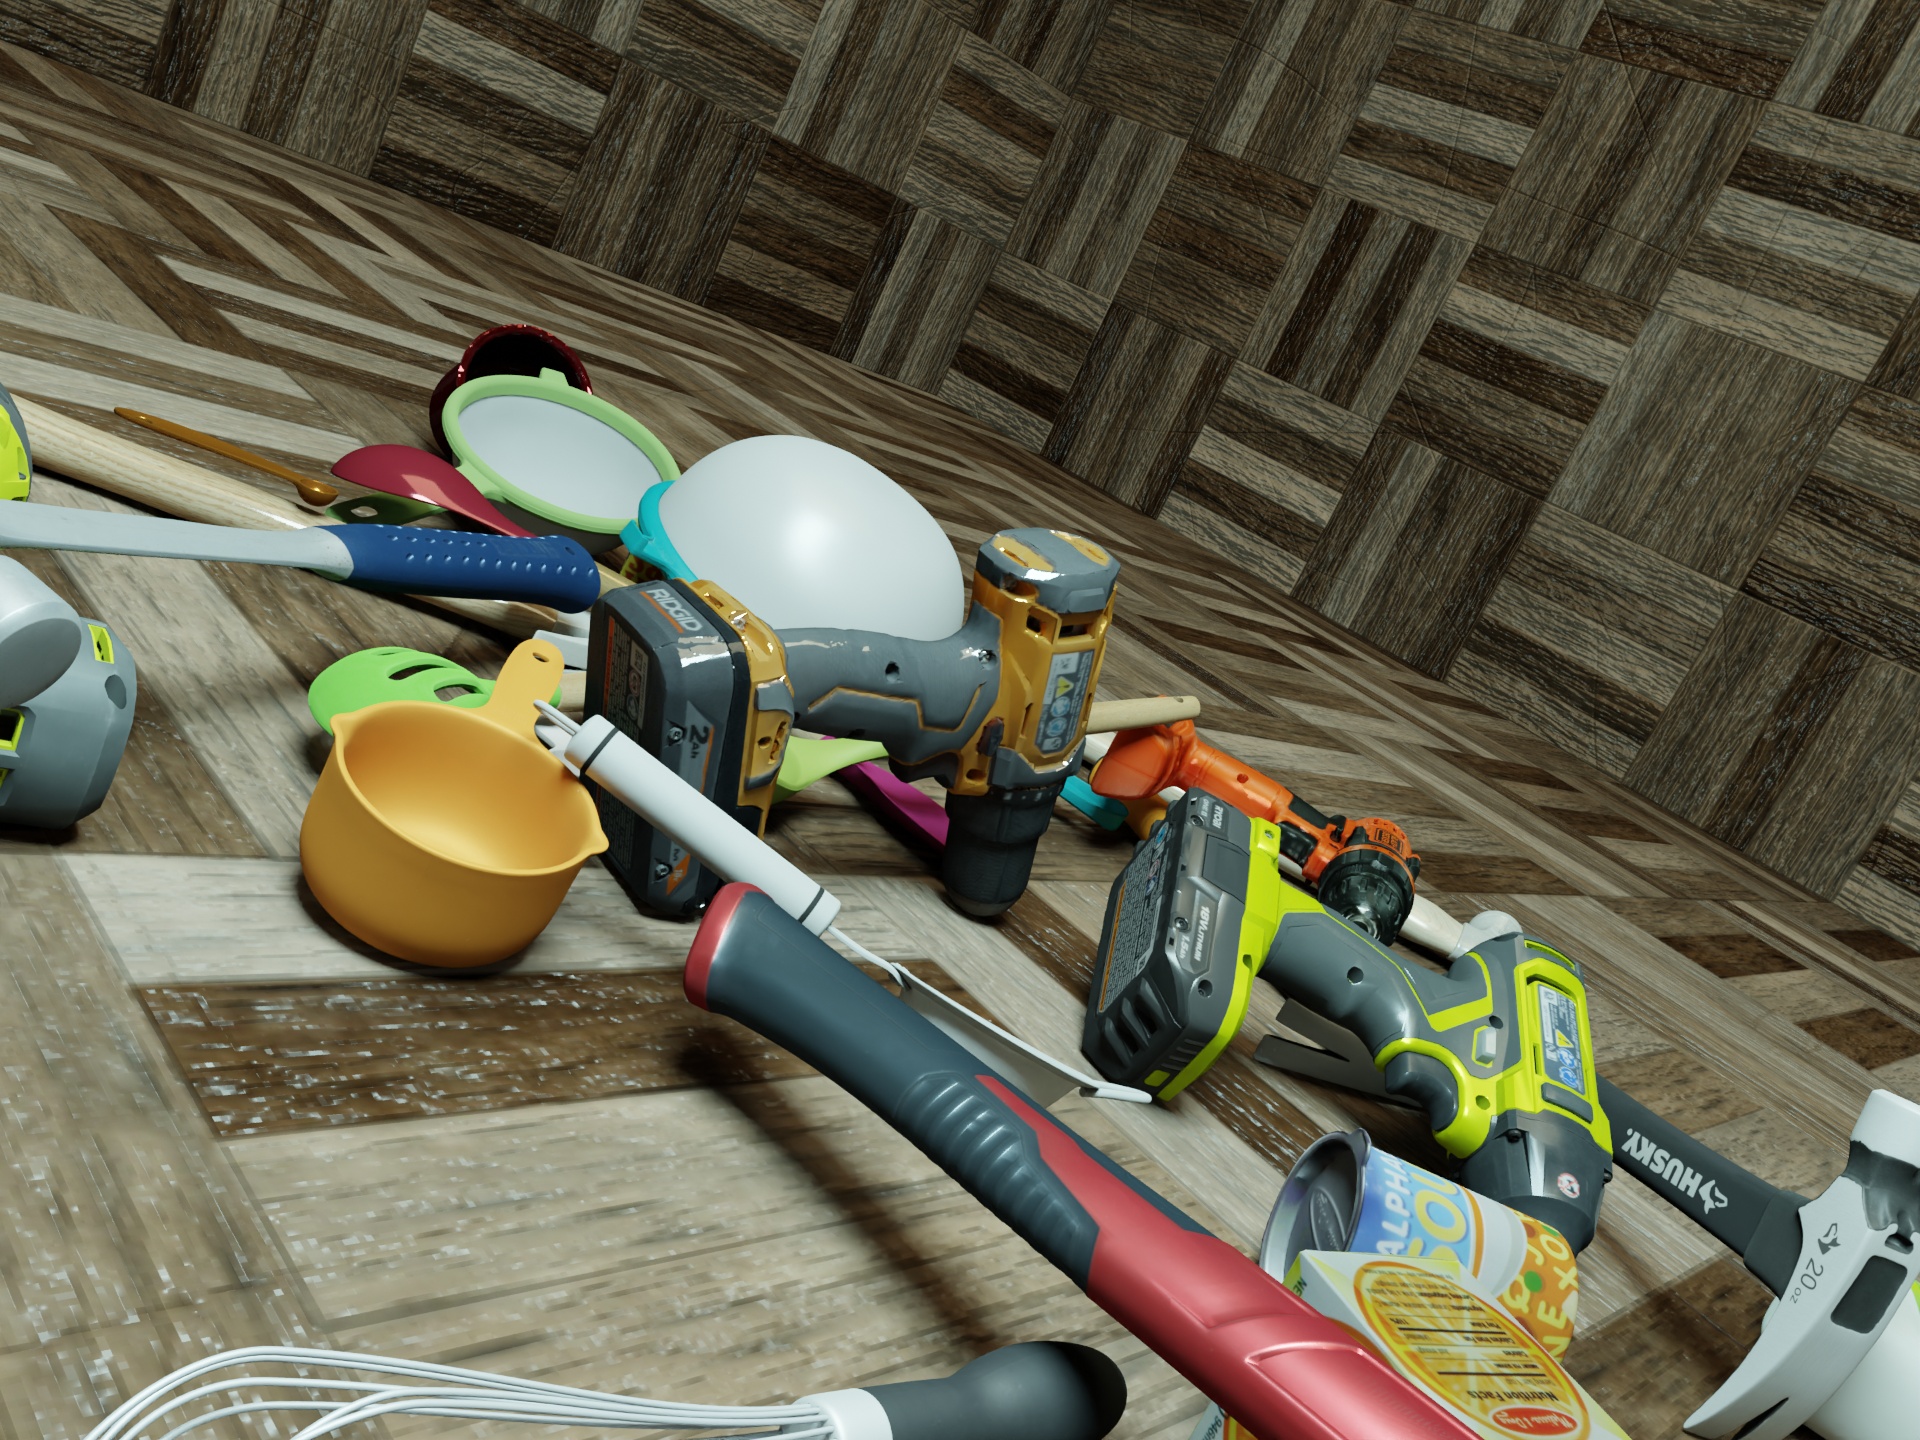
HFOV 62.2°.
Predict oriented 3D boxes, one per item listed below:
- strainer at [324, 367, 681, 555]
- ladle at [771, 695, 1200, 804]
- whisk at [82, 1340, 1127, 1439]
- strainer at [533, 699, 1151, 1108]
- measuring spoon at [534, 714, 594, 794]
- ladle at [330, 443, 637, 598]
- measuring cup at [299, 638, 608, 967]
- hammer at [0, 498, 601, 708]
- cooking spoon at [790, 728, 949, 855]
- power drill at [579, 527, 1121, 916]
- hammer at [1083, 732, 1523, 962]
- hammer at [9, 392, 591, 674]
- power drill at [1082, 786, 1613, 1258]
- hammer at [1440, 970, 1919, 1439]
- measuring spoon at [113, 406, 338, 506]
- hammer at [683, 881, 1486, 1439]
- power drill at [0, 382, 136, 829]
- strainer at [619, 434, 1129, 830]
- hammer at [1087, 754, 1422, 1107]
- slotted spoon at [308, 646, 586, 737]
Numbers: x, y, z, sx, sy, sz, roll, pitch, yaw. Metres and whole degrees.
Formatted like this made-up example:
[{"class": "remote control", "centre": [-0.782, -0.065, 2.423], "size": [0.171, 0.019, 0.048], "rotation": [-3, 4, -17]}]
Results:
[{"class": "strainer", "centre": [-0.278, -0.126, 0.945], "size": [0.151, 0.069, 0.256], "rotation": [40, 34, 10]}, {"class": "ladle", "centre": [-0.001, -0.003, 0.798], "size": [0.320, 0.062, 0.078], "rotation": [-6, 39, -32]}, {"class": "whisk", "centre": [-0.049, 0.156, 0.334], "size": [0.284, 0.070, 0.070], "rotation": [16, 17, -48]}, {"class": "strainer", "centre": [-0.046, 0.075, 0.556], "size": [0.258, 0.050, 0.087], "rotation": [39, -10, -6]}, {"class": "measuring spoon", "centre": [-0.183, 0.011, 0.702], "size": [0.034, 0.018, 0.124], "rotation": [12, 13, -37]}, {"class": "ladle", "centre": [-0.180, -0.067, 0.818], "size": [0.315, 0.031, 0.069], "rotation": [29, 14, 3]}, {"class": "measuring cup", "centre": [-0.171, 0.022, 0.559], "size": [0.095, 0.052, 0.174], "rotation": [27, 20, -14]}, {"class": "hammer", "centre": [-0.246, -0.067, 0.589], "size": [0.144, 0.035, 0.405], "rotation": [39, 10, 9]}, {"class": "cooking spoon", "centre": [-0.092, 0.002, 0.868], "size": [0.319, 0.017, 0.068], "rotation": [35, 7, 31]}, {"class": "power drill", "centre": [-0.041, 0.017, 0.673], "size": [0.226, 0.185, 0.084], "rotation": [-10, 33, -34]}, {"class": "hammer", "centre": [0.182, 0.069, 1.063], "size": [0.411, 0.038, 0.146], "rotation": [29, 16, 14]}, {"class": "hammer", "centre": [-0.311, -0.086, 0.781], "size": [0.331, 0.031, 0.130], "rotation": [21, 15, -17]}, {"class": "power drill", "centre": [0.172, 0.135, 0.681], "size": [0.223, 0.080, 0.171], "rotation": [26, 41, -7]}, {"class": "hammer", "centre": [0.291, 0.186, 0.723], "size": [0.035, 0.146, 0.335], "rotation": [23, 3, -12]}, {"class": "measuring spoon", "centre": [-0.358, -0.127, 0.772], "size": [0.117, 0.011, 0.021], "rotation": [22, 13, 2]}, {"class": "hammer", "centre": [0.062, 0.134, 0.407], "size": [0.143, 0.038, 0.387], "rotation": [-18, 34, -37]}, {"class": "power drill", "centre": [-0.371, -0.055, 0.485], "size": [0.190, 0.080, 0.229], "rotation": [15, 21, -40]}, {"class": "strainer", "centre": [-0.020, -0.063, 0.922], "size": [0.340, 0.095, 0.211], "rotation": [35, 19, -7]}, {"class": "hammer", "centre": [0.146, 0.100, 0.898], "size": [0.127, 0.034, 0.337], "rotation": [19, 16, -27]}, {"class": "slotted spoon", "centre": [-0.175, -0.014, 0.719], "size": [0.070, 0.031, 0.313], "rotation": [30, 10, 12]}]
